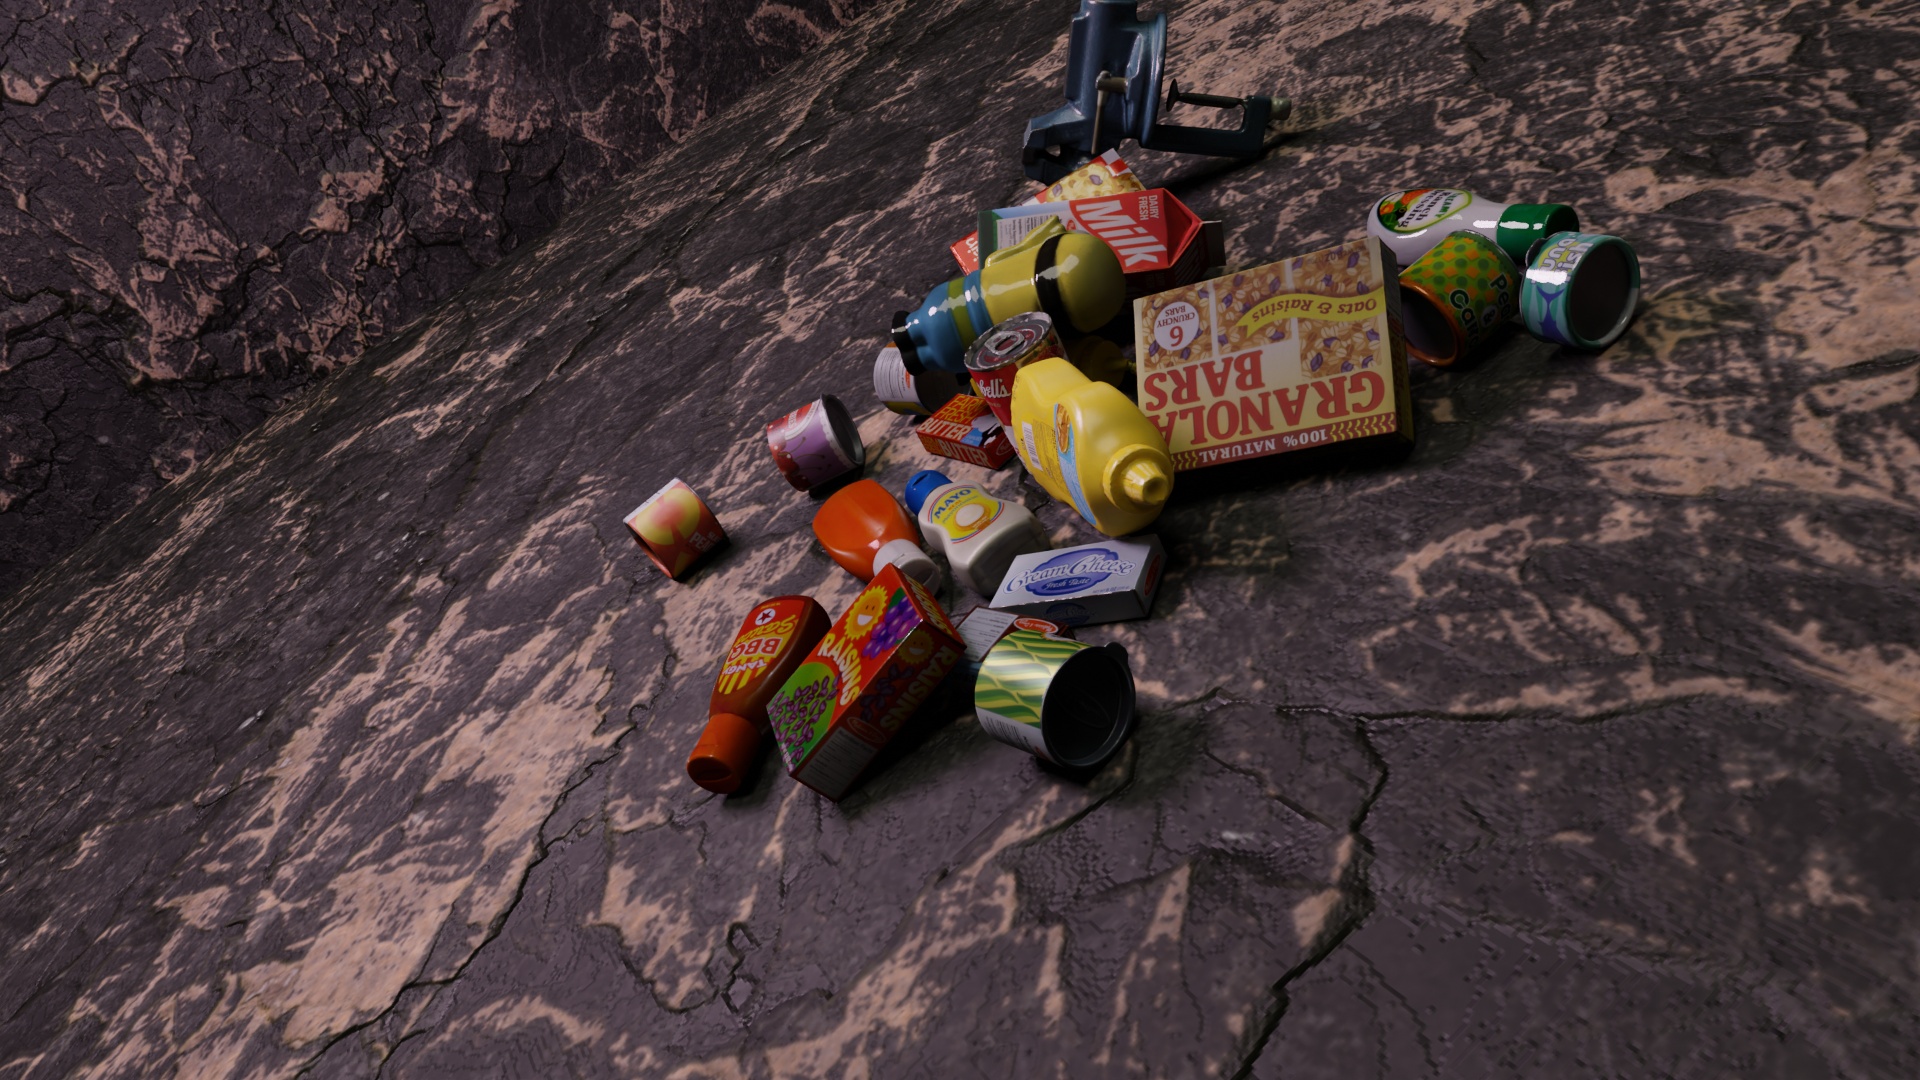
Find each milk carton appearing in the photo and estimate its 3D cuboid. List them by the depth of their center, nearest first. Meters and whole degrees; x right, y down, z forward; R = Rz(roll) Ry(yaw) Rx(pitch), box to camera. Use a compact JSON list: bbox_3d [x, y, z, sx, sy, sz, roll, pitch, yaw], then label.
[{"bbox_3d":[0.114,-0.226,1.108,0.190,0.072,0.073,-5,71,12],"label":"milk carton"}]

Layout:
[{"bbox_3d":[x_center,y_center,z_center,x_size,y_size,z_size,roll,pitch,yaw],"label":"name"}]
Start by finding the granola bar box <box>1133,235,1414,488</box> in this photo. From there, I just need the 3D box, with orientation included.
[{"bbox_3d":[0.192,-0.107,0.868,0.165,0.039,0.124,-10,75,35],"label":"granola bar box"}]

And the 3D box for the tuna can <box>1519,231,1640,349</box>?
[{"bbox_3d":[0.359,-0.146,0.805,0.071,0.071,0.033,-39,30,-14],"label":"tuna can"}]

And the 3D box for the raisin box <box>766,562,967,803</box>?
[{"bbox_3d":[-0.058,0.084,0.839,0.123,0.040,0.086,-50,27,7],"label":"raisin box"}]

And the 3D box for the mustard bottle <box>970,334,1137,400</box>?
[{"bbox_3d":[0.078,-0.134,1.076,0.160,0.048,0.065,3,43,46],"label":"mustard bottle"}]

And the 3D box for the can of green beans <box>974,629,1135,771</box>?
[{"bbox_3d":[0.050,0.084,0.743,0.071,0.071,0.058,-45,31,-23],"label":"can of green beans"}]

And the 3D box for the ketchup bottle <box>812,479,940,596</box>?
[{"bbox_3d":[-0.058,0.003,0.996,0.065,0.043,0.149,-39,29,-5],"label":"ketchup bottle"}]

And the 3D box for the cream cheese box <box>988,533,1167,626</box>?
[{"bbox_3d":[0.073,0.027,0.854,0.103,0.024,0.054,-10,34,33],"label":"cream cheese box"}]

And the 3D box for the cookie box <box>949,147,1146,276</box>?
[{"bbox_3d":[0.092,-0.244,1.185,0.167,0.040,0.123,-31,61,1],"label":"cookie box"}]

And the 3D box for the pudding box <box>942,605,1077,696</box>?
[{"bbox_3d":[0.027,0.070,0.826,0.083,0.030,0.050,8,46,49],"label":"pudding box"}]

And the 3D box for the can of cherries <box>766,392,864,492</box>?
[{"bbox_3d":[-0.122,-0.083,1.165,0.058,0.071,0.072,-24,29,15],"label":"can of cherries"}]

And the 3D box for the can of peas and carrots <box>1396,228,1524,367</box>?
[{"bbox_3d":[0.307,-0.149,0.864,0.059,0.070,0.071,-38,29,-10],"label":"can of peas and carrots"}]

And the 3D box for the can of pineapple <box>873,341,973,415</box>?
[{"bbox_3d":[-0.029,-0.138,1.169,0.058,0.070,0.071,8,47,50],"label":"can of pineapple"}]

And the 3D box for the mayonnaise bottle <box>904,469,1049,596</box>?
[{"bbox_3d":[0.003,-0.012,0.964,0.065,0.041,0.148,-38,30,-8],"label":"mayonnaise bottle"}]

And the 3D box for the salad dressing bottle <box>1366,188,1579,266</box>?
[{"bbox_3d":[0.347,-0.212,0.947,0.064,0.044,0.148,-42,30,-16],"label":"salad dressing bottle"}]

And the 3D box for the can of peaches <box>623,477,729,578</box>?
[{"bbox_3d":[-0.239,-0.008,1.168,0.058,0.071,0.071,-41,30,-17],"label":"can of peaches"}]

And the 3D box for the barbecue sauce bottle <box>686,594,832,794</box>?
[{"bbox_3d":[-0.136,0.100,0.919,0.065,0.043,0.149,-14,33,27],"label":"barbecue sauce bottle"}]

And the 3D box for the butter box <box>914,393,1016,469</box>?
[{"bbox_3d":[0.013,-0.087,1.090,0.053,0.024,0.103,-42,31,-20],"label":"butter box"}]
